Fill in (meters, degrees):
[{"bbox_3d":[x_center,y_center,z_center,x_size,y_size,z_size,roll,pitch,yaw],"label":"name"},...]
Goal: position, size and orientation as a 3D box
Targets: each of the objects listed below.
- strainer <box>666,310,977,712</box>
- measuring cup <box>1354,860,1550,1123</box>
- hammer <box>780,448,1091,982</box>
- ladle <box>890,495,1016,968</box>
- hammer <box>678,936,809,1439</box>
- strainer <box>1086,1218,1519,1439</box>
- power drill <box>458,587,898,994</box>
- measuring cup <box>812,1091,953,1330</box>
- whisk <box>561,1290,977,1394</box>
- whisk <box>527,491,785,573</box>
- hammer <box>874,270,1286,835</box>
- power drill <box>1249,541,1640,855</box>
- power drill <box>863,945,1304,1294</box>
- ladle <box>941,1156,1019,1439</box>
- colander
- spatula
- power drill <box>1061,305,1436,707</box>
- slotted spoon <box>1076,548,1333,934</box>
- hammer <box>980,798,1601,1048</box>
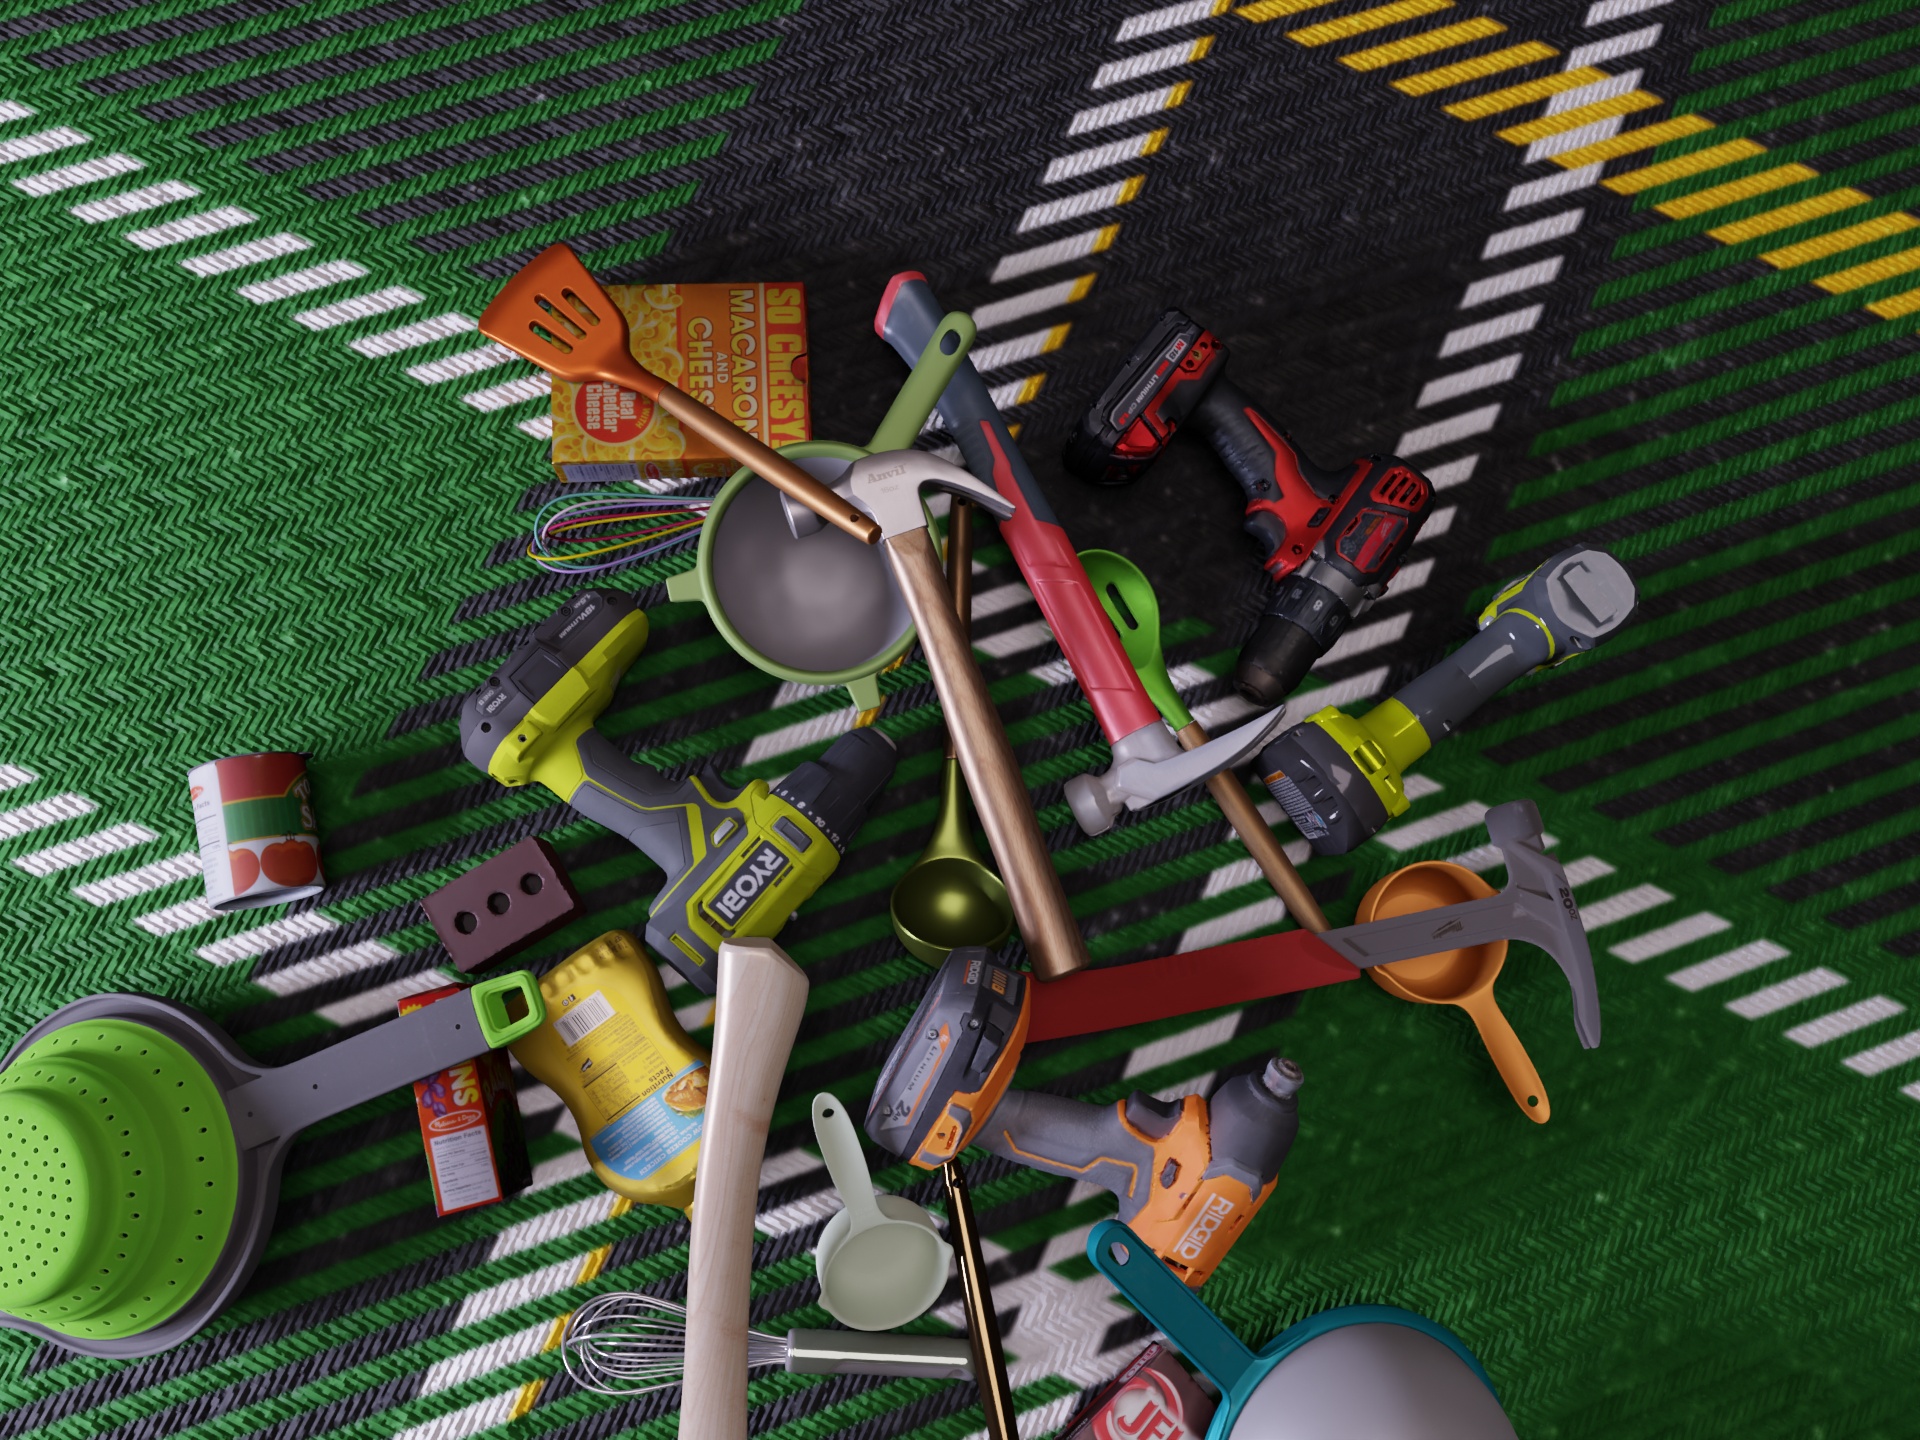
[{"bbox_3d":[-0.063,-0.142,1.007,0.151,0.069,0.256,30,84,-6],"label":"strainer"},{"bbox_3d":[0.312,0.171,0.995,0.095,0.052,0.174,-27,84,-9],"label":"measuring cup"},{"bbox_3d":[0.008,-0.005,0.953,0.130,0.031,0.331,-20,88,-8],"label":"hammer"},{"bbox_3d":[-0.002,-0.003,1.005,0.078,0.062,0.320,3,76,-6],"label":"ladle"},{"bbox_3d":[-0.143,0.324,0.880,0.146,0.038,0.410,5,93,-10],"label":"hammer"},{"bbox_3d":[0.201,0.400,0.874,0.340,0.095,0.211,47,74,-12],"label":"strainer"},{"bbox_3d":[-0.169,0.027,0.976,0.228,0.080,0.190,41,73,2],"label":"power drill"},{"bbox_3d":[-0.059,0.275,0.917,0.083,0.038,0.167,-20,112,-10],"label":"measuring cup"},{"bbox_3d":[-0.107,0.368,0.928,0.246,0.057,0.059,6,48,-7],"label":"whisk"},{"bbox_3d":[-0.158,-0.138,1.029,0.245,0.047,0.051,-13,92,-11],"label":"whisk"},{"bbox_3d":[0.058,-0.129,1.009,0.143,0.038,0.386,-28,76,8],"label":"hammer"},{"bbox_3d":[0.294,-0.013,0.980,0.223,0.171,0.080,-36,83,-1],"label":"power drill"},{"bbox_3d":[0.077,0.222,0.916,0.226,0.084,0.164,28,112,-4],"label":"power drill"},{"bbox_3d":[0.026,0.411,0.914,0.069,0.031,0.315,-8,76,-15],"label":"ladle"},{"bbox_3d":[-0.413,0.221,0.854,0.397,0.094,0.204,-23,80,9],"label":"colander"},{"bbox_3d":[-0.166,-0.192,0.964,0.323,0.041,0.081,36,78,27],"label":"spatula"},{"bbox_3d":[0.176,-0.137,1.036,0.226,0.080,0.188,37,79,0],"label":"power drill"},{"bbox_3d":[0.157,0.027,1.025,0.070,0.031,0.314,-32,85,-9],"label":"slotted spoon"},{"bbox_3d":[0.189,0.157,0.956,0.359,0.036,0.149,-13,74,6],"label":"hammer"}]
